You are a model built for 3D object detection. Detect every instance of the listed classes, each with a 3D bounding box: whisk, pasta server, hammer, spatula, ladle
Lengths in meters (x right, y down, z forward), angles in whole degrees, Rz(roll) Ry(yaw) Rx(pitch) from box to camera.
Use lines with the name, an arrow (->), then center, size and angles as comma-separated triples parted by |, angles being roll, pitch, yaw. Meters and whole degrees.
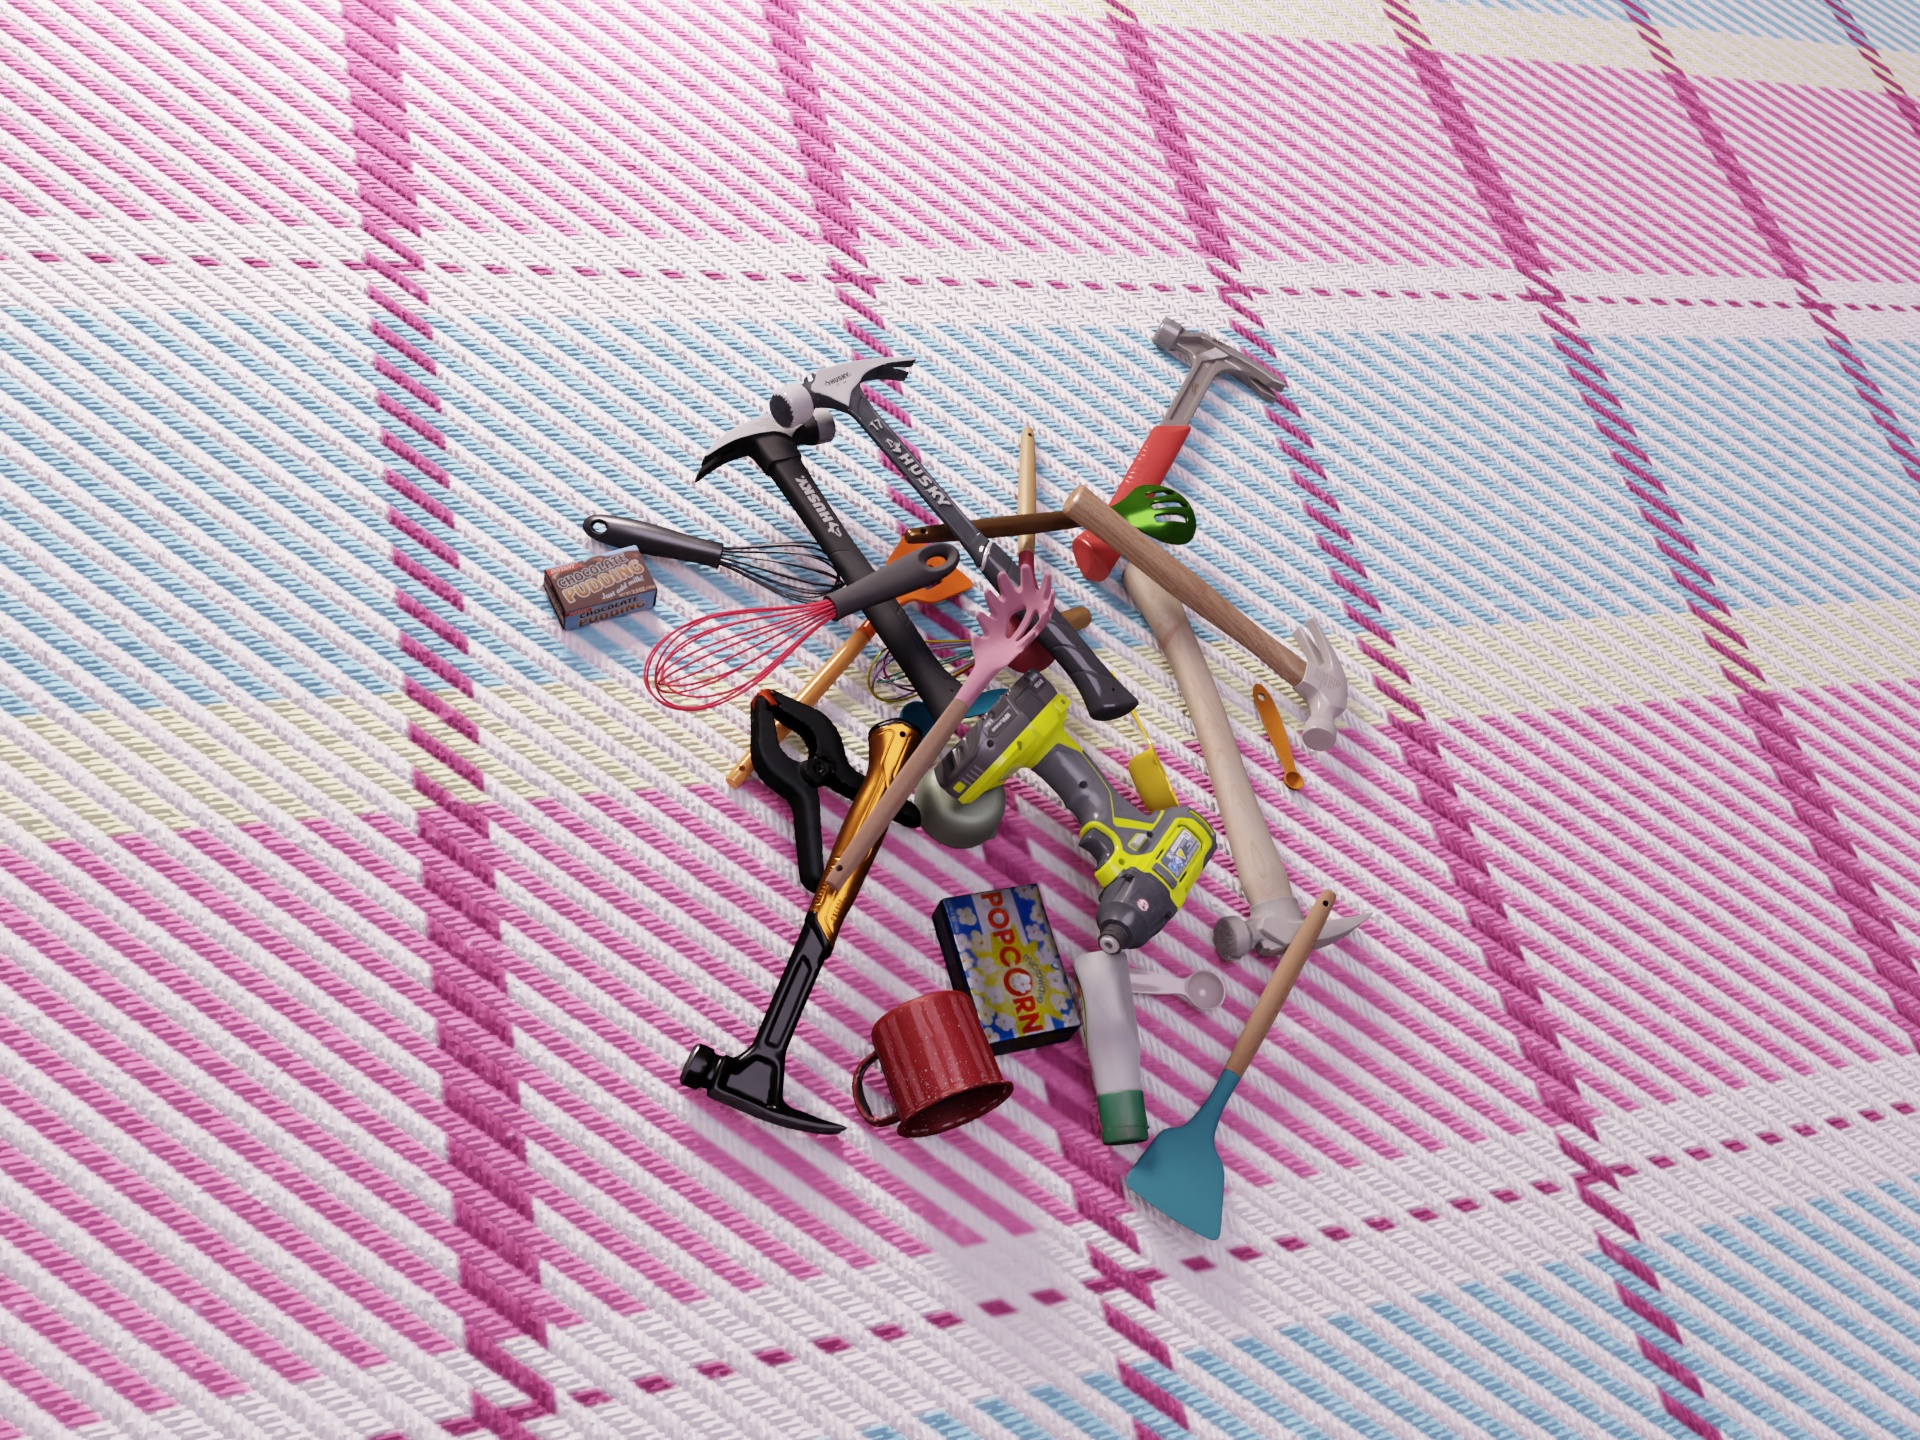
whisk -> 0.021, -0.067, 1.417 | 0.245, 0.051, 0.047 | -19, 86, -32
pasta server -> -0.016, 0.003, 1.269 | 0.060, 0.040, 0.316 | 22, 64, 29
whisk -> -0.210, -0.147, 1.389 | 0.239, 0.055, 0.055 | 12, 58, -7
hammer -> 0.241, 0.018, 1.450 | 0.146, 0.038, 0.411 | -5, 62, -23
hammer -> 0.231, -0.110, 1.478 | 0.331, 0.031, 0.130 | 36, 45, -13
spatula -> 0.236, 0.263, 1.283 | 0.082, 0.044, 0.317 | 32, 66, 6
whisk -> -0.120, -0.083, 1.275 | 0.296, 0.073, 0.073 | -26, 72, -27
spatula -> -0.101, -0.053, 1.385 | 0.081, 0.041, 0.323 | 37, 60, 5
hammer -> -0.096, -0.130, 1.359 | 0.146, 0.035, 0.335 | -21, 68, -36
hammer -> 0.012, -0.160, 1.390 | 0.149, 0.036, 0.409 | -34, 79, -35
hammer -> 0.208, -0.266, 1.605 | 0.149, 0.036, 0.359 | 30, 55, 0
ladle -> 0.062, -0.170, 1.482 | 0.069, 0.031, 0.316 | 16, 47, -15
hammer -> -0.093, 0.148, 1.233 | 0.127, 0.034, 0.337 | 24, 64, -6

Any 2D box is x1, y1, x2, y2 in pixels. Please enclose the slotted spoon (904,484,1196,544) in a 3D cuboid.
slotted spoon -> 0.091, -0.183, 1.469 | 0.313, 0.031, 0.070 | -9, 65, -26

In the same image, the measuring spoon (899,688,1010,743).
measuring spoon -> -0.002, -0.004, 1.396 | 0.128, 0.021, 0.042 | -17, 66, -36

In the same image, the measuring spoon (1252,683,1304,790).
measuring spoon -> 0.294, 0.016, 1.486 | 0.021, 0.011, 0.117 | -2, 58, -22

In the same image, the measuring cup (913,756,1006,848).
measuring cup -> 0.025, 0.036, 1.363 | 0.083, 0.038, 0.168 | 36, 58, 4

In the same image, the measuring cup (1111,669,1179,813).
measuring cup -> 0.153, 0.018, 1.422 | 0.029, 0.062, 0.157 | -27, 52, 8

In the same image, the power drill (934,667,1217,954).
power drill -> 0.095, 0.078, 1.301 | 0.223, 0.080, 0.171 | 43, 42, 1

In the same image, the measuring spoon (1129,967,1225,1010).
measuring spoon -> 0.158, 0.220, 1.319 | 0.124, 0.018, 0.034 | 8, 65, -6
